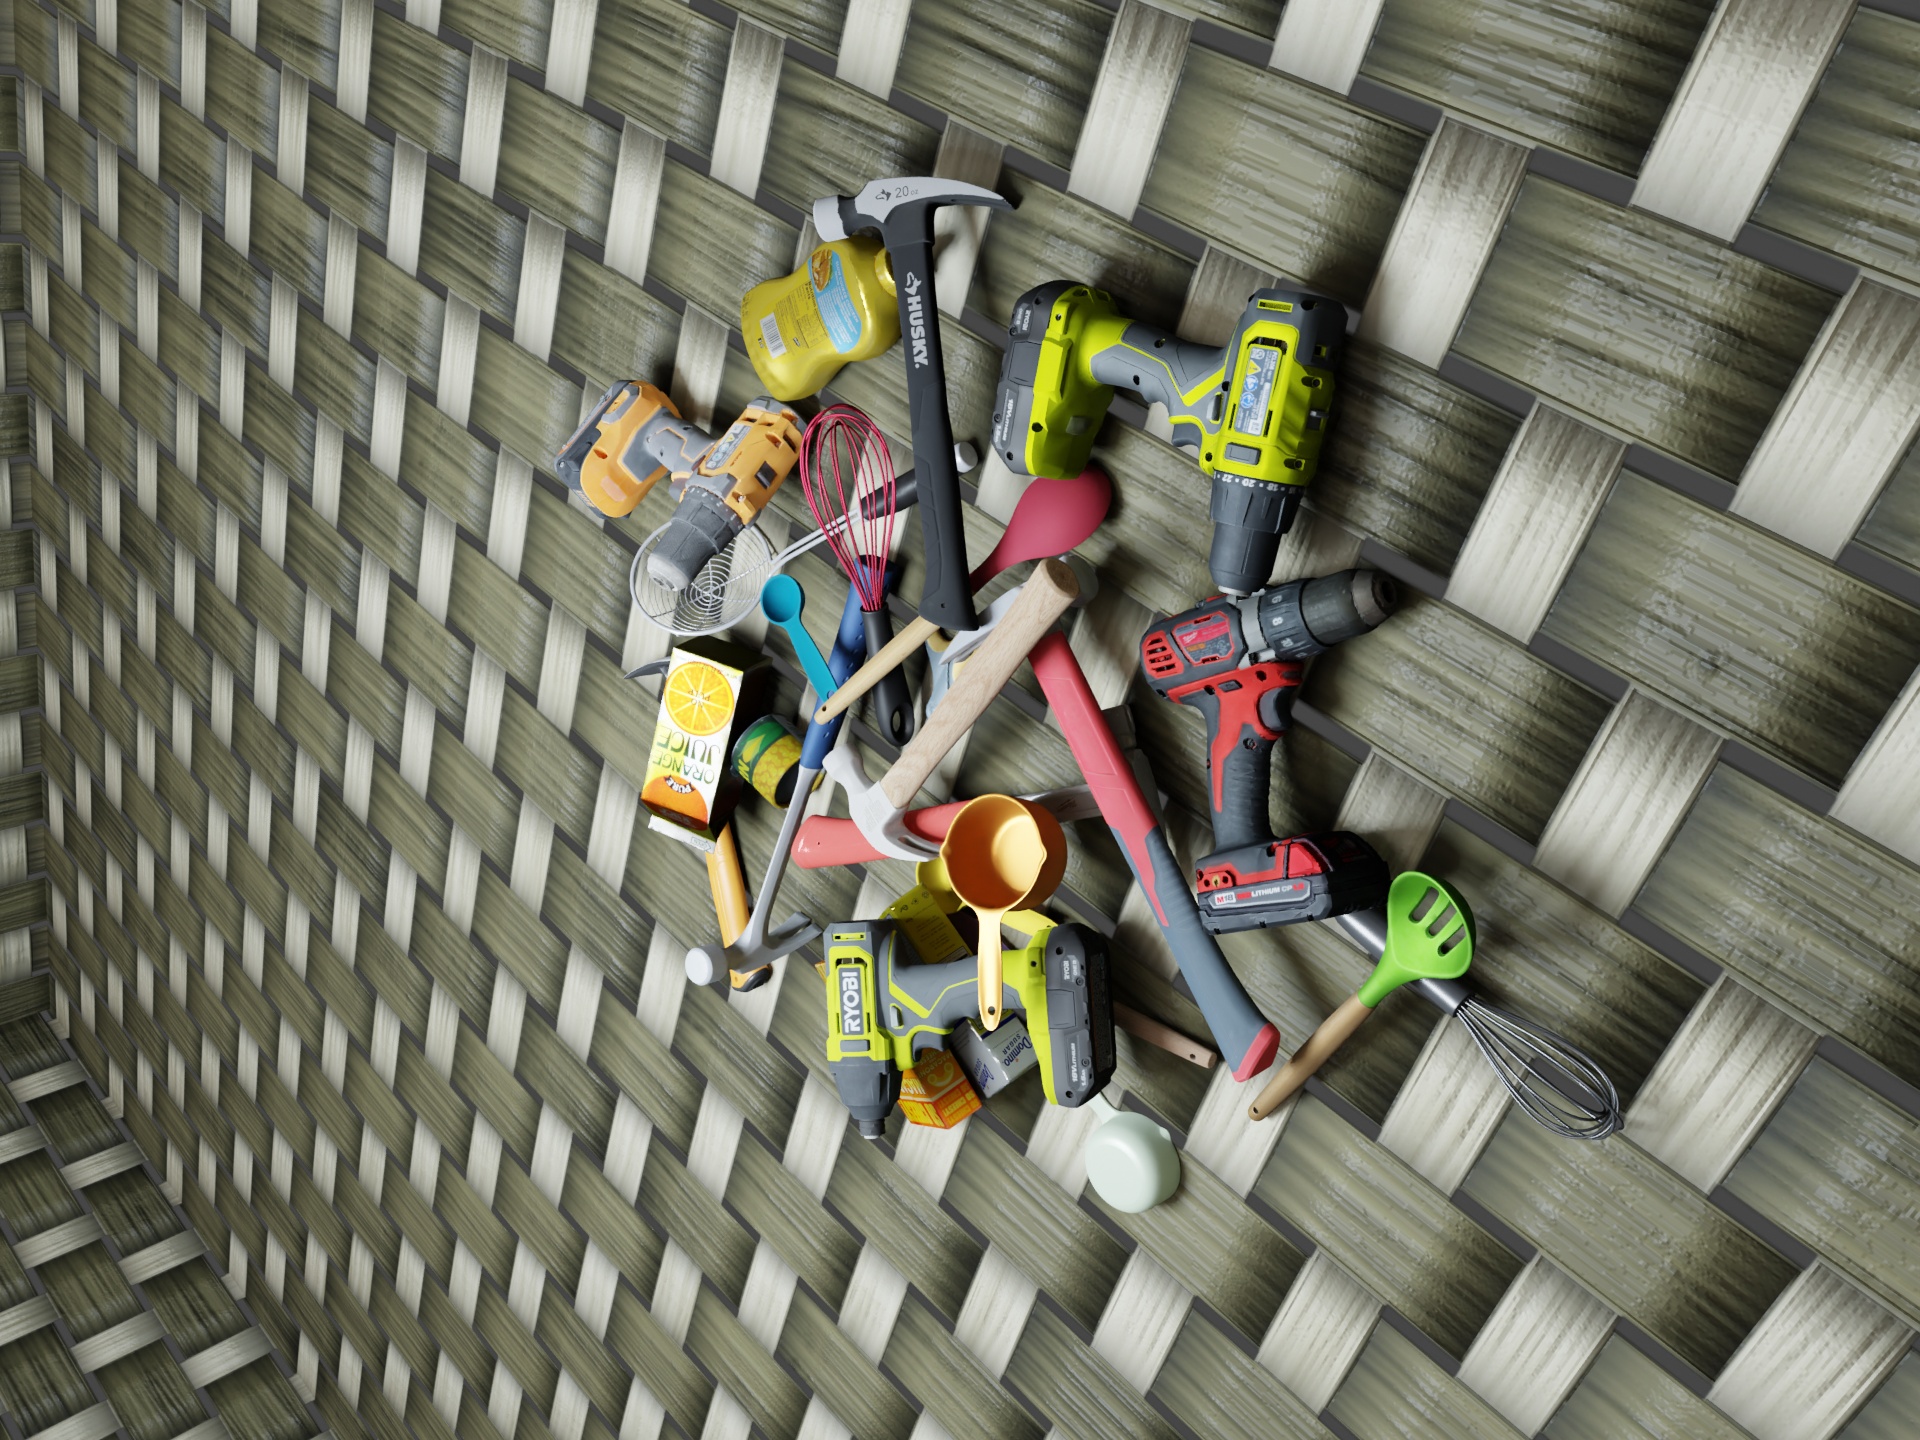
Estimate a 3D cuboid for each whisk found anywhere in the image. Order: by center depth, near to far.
[{"bbox_3d":[0.327,0.184,1.034,0.239,0.055,0.055,42,128,32],"label":"whisk"},{"bbox_3d":[-0.071,-0.108,1.262,0.073,0.073,0.295,16,127,39],"label":"whisk"}]

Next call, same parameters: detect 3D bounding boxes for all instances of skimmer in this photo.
[{"bbox_3d":[-0.140,-0.166,1.332,0.363,0.090,0.127,-21,57,42],"label":"skimmer"}]

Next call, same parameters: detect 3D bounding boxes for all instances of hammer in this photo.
[{"bbox_3d":[0.114,0.081,1.149,0.143,0.038,0.386,-34,76,37],"label":"hammer"},{"bbox_3d":[-0.018,-0.231,1.170,0.146,0.035,0.335,-6,92,17],"label":"hammer"},{"bbox_3d":[-0.002,-0.004,1.187,0.130,0.031,0.331,57,138,17],"label":"hammer"},{"bbox_3d":[0.003,0.092,1.281,0.359,0.036,0.149,-13,88,38],"label":"hammer"},{"bbox_3d":[-0.129,0.047,1.385,0.035,0.144,0.405,33,114,30],"label":"hammer"},{"bbox_3d":[-0.246,0.101,1.552,0.127,0.034,0.337,-5,99,43],"label":"hammer"}]

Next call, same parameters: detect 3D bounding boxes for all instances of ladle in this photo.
[{"bbox_3d":[-0.009,-0.089,1.218,0.315,0.031,0.069,-40,57,28],"label":"ladle"}]

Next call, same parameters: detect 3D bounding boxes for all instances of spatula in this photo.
[{"bbox_3d":[0.075,0.215,1.296,0.316,0.018,0.059,20,120,39],"label":"spatula"}]

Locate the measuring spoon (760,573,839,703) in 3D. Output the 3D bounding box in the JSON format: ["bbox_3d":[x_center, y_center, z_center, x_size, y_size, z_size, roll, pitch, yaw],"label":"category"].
[{"bbox_3d":[-0.124,-0.063,1.315,0.042,0.021,0.129,-35,75,27],"label":"measuring spoon"}]

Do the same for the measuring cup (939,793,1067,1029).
[{"bbox_3d":[0.036,0.142,1.190,0.095,0.052,0.174,-2,84,35],"label":"measuring cup"}]

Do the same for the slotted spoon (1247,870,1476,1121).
[{"bbox_3d":[0.262,0.197,1.072,0.070,0.031,0.313,55,145,25],"label":"slotted spoon"}]

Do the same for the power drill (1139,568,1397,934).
[{"bbox_3d":[0.218,0.017,1.049,0.188,0.080,0.227,-18,80,44],"label":"power drill"}]

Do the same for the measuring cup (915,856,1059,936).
[{"bbox_3d":[0.029,0.147,1.314,0.157,0.029,0.062,20,116,35],"label":"measuring cup"}]

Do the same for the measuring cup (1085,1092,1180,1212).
[{"bbox_3d":[0.106,0.323,1.284,0.168,0.038,0.083,49,131,18],"label":"measuring cup"}]

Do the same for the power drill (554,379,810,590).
[{"bbox_3d":[-0.254,-0.205,1.376,0.226,0.185,0.084,18,158,40],"label":"power drill"}]

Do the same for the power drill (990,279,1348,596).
[{"bbox_3d":[0.135,-0.197,1.060,0.229,0.080,0.190,21,106,36],"label":"power drill"}]

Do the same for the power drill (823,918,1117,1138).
[{"bbox_3d":[0.003,0.239,1.244,0.223,0.080,0.171,-5,85,20],"label":"power drill"}]
